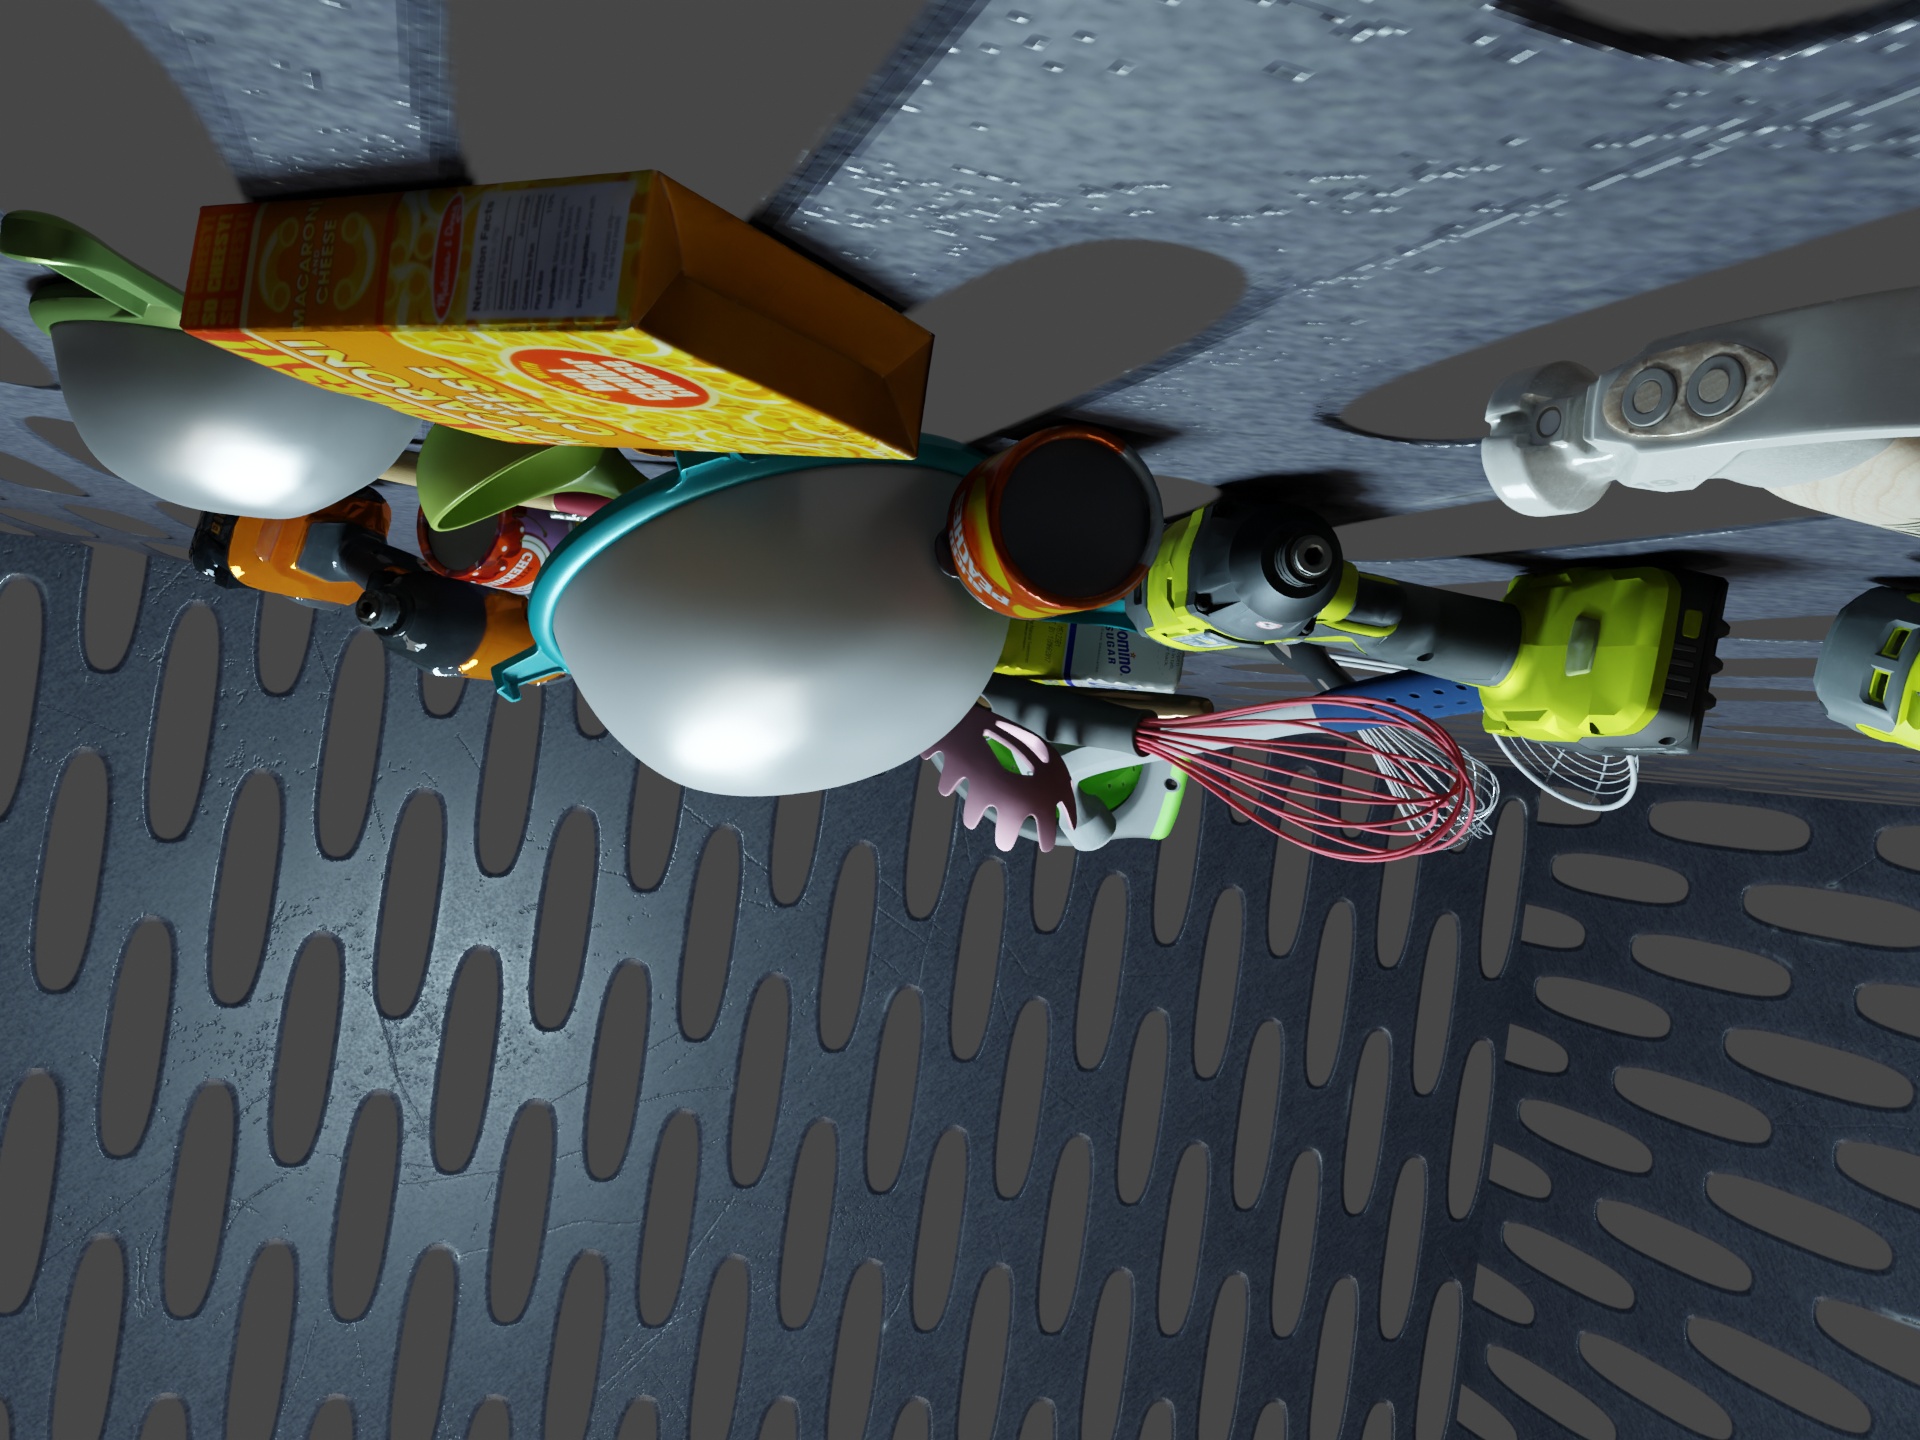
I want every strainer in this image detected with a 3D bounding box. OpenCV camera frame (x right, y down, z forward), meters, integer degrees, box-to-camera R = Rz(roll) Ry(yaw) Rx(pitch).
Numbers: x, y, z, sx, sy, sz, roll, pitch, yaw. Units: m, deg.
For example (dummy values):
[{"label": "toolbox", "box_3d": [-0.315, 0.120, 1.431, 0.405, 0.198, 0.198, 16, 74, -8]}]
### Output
[{"label": "strainer", "box_3d": [-0.273, -0.113, 0.564, 0.151, 0.069, 0.256, 8, -179, -6]}, {"label": "strainer", "box_3d": [-0.015, -0.024, 0.698, 0.340, 0.095, 0.211, 1, 154, -39]}]

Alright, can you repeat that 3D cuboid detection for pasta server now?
[{"label": "pasta server", "box_3d": [-0.068, -0.038, 0.816, 0.316, 0.040, 0.060, 34, -134, 23]}]

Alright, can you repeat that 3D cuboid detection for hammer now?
[{"label": "hammer", "box_3d": [0.342, -0.046, 0.440, 0.410, 0.038, 0.146, 8, 178, -29]}, {"label": "hammer", "box_3d": [0.199, -0.005, 0.933, 0.405, 0.035, 0.144, -13, 125, 37]}]

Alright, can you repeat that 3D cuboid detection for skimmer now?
[{"label": "skimmer", "box_3d": [0.289, -0.014, 1.121, 0.363, 0.090, 0.127, 10, 155, 4]}]

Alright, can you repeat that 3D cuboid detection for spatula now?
[{"label": "spatula", "box_3d": [-0.001, -0.003, 0.884, 0.318, 0.044, 0.082, 3, 148, 40]}]

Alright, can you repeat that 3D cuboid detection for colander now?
[{"label": "colander", "box_3d": [0.000, -0.052, 1.149, 0.397, 0.204, 0.094, 24, -140, 21]}]

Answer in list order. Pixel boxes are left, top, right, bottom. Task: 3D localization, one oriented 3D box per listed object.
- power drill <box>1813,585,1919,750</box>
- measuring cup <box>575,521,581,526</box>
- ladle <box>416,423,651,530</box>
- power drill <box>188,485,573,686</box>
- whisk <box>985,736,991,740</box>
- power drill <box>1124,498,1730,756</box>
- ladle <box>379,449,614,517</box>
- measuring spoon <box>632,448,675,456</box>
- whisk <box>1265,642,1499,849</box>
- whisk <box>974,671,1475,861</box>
[{"label": "power drill", "box_3d": [0.479, 0.012, 0.610, 0.228, 0.080, 0.191, 9, -166, -26]}, {"label": "measuring cup", "box_3d": [-0.196, -0.124, 0.951, 0.156, 0.029, 0.062, -8, 169, 40]}, {"label": "ladle", "box_3d": [-0.096, -0.068, 0.717, 0.078, 0.062, 0.319, -27, 147, 34]}, {"label": "power drill", "box_3d": [-0.358, -0.088, 0.966, 0.227, 0.084, 0.164, 24, -173, 22]}, {"label": "whisk", "box_3d": [-0.067, -0.054, 1.093, 0.239, 0.055, 0.055, 34, -169, 26]}, {"label": "power drill", "box_3d": [0.196, -0.044, 0.677, 0.223, 0.080, 0.171, 11, 179, -9]}, {"label": "ladle", "box_3d": [-0.227, -0.117, 0.814, 0.315, 0.069, 0.031, 13, -152, 17]}, {"label": "measuring spoon", "box_3d": [-0.085, -0.117, 0.674, 0.117, 0.011, 0.021, 4, 177, 15]}, {"label": "whisk", "box_3d": [0.275, 0.005, 1.053, 0.284, 0.070, 0.070, 38, 161, -34]}, {"label": "whisk", "box_3d": [0.103, 0.009, 0.748, 0.296, 0.073, 0.073, 12, -178, 42]}]
